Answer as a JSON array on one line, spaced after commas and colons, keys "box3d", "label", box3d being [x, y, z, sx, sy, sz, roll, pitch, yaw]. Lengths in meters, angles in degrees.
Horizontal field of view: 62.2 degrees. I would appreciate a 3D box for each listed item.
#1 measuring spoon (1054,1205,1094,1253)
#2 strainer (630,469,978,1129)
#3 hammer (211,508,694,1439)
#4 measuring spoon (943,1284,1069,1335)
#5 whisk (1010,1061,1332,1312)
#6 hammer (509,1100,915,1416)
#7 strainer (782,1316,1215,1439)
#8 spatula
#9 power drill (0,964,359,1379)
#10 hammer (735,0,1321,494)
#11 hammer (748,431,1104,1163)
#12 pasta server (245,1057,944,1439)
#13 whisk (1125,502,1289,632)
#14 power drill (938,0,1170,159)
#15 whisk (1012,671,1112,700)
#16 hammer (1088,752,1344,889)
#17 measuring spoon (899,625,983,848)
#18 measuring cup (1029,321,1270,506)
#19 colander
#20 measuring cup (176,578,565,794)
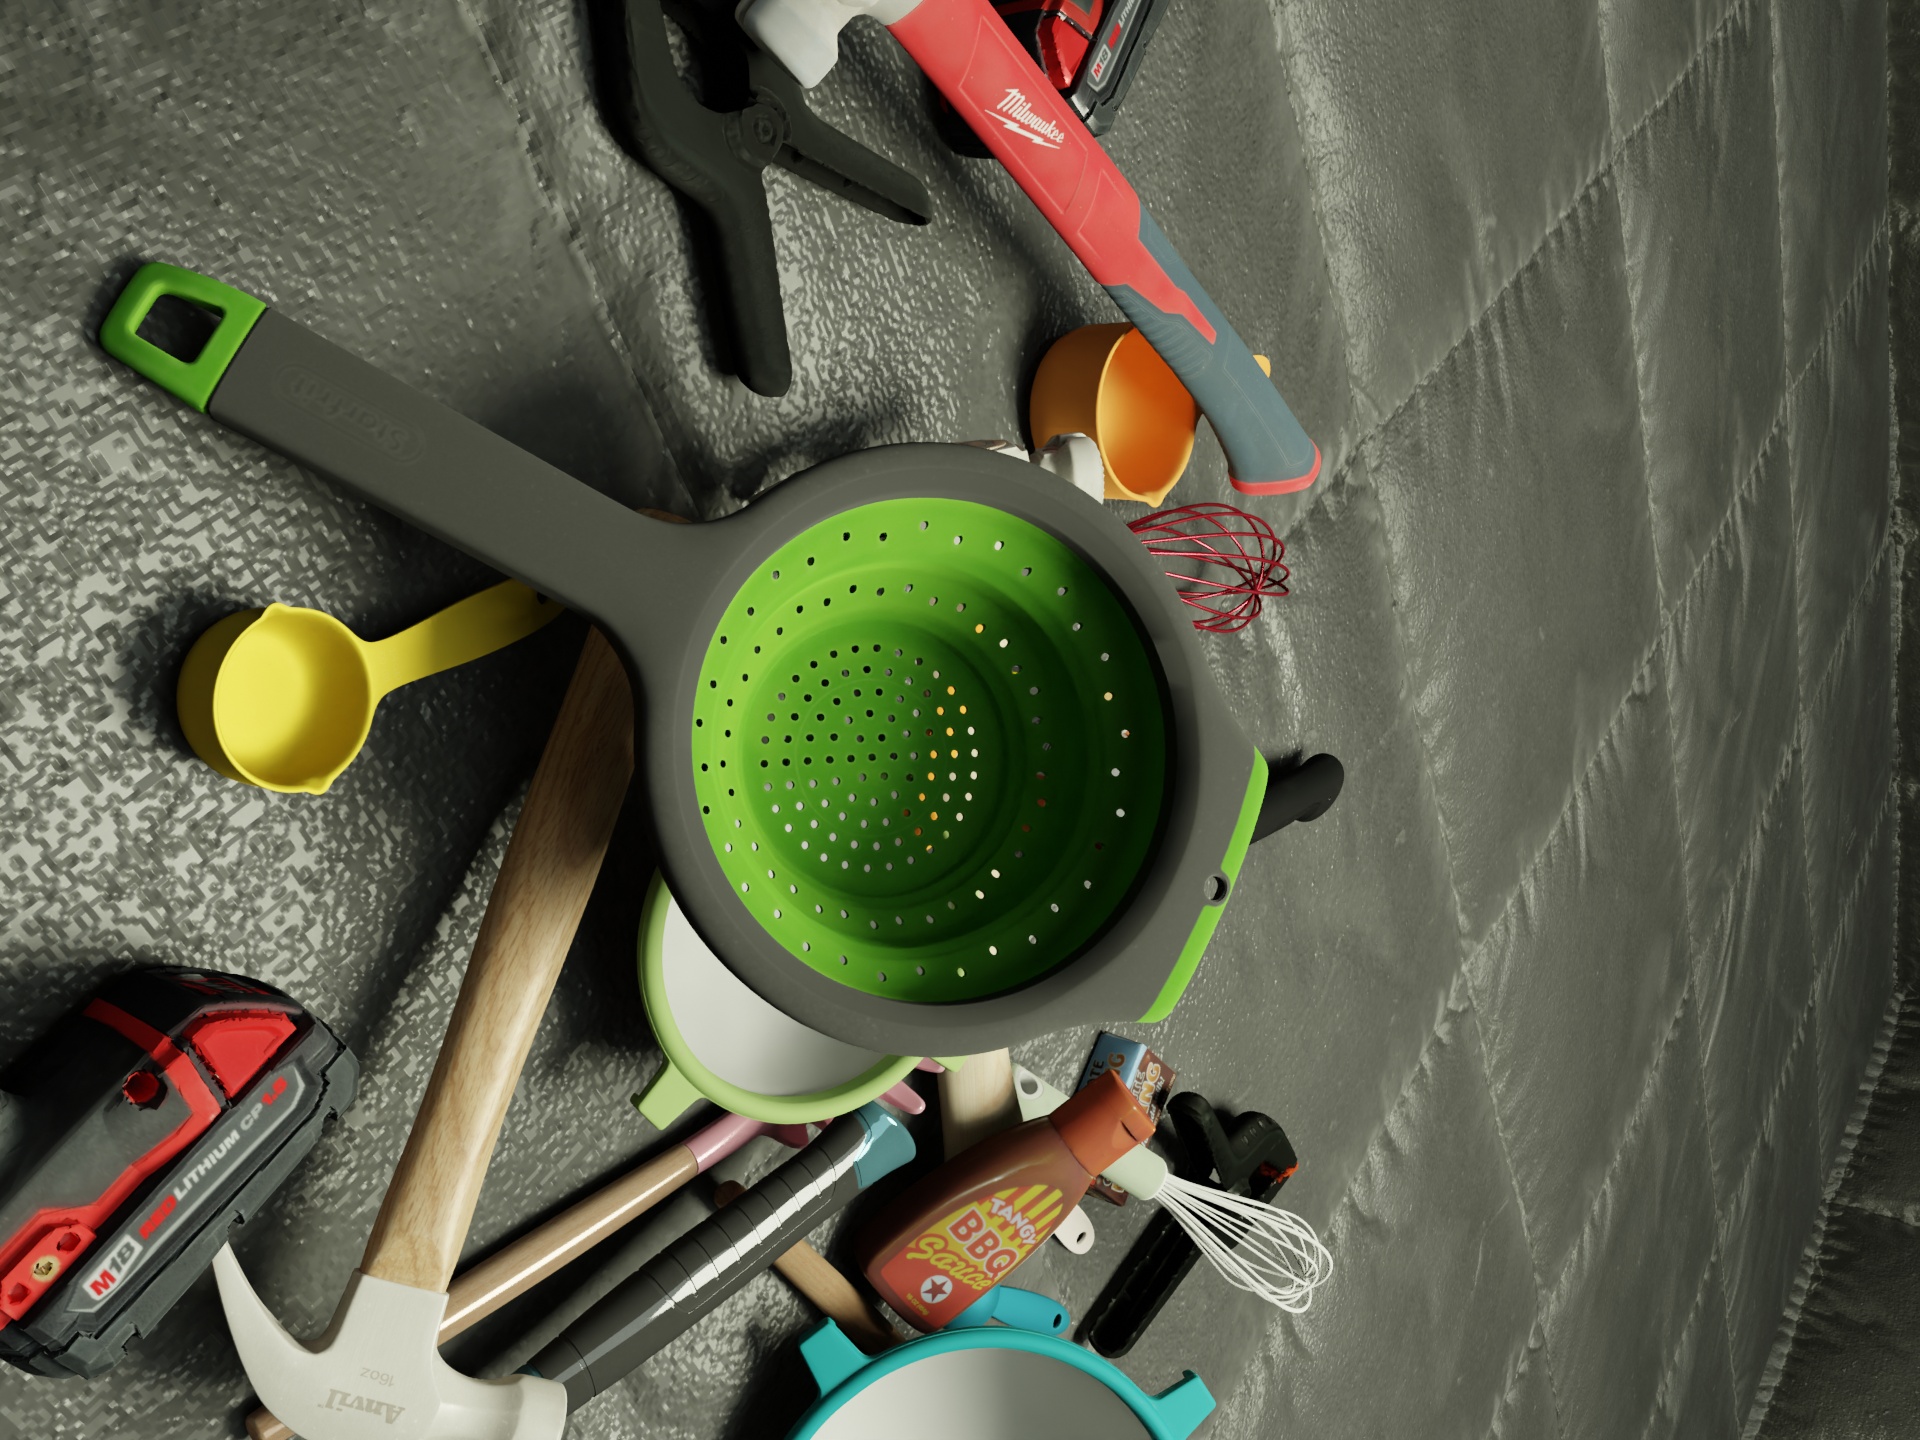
[{"box3d": [0.048, 0.266, 0.877, 0.034, 0.018, 0.124, -49, 139, -17], "label": "measuring spoon"}, {"box3d": [-0.071, 0.029, 0.643, 0.151, 0.069, 0.256, -3, 95, -34], "label": "strainer"}, {"box3d": [-0.153, 0.076, 0.550, 0.130, 0.031, 0.331, 23, 70, -22], "label": "hammer"}, {"box3d": [0.031, 0.317, 0.856, 0.128, 0.021, 0.042, 38, 68, -46], "label": "measuring spoon"}, {"box3d": [0.108, 0.251, 0.858, 0.246, 0.059, 0.058, 37, 37, -19], "label": "whisk"}, {"box3d": [-0.144, 0.240, 0.590, 0.331, 0.033, 0.128, -30, 127, -35], "label": "hammer"}, {"box3d": [-0.012, 0.440, 0.741, 0.211, 0.095, 0.340, 12, 87, -9], "label": "strainer"}, {"box3d": [-0.035, 0.302, 0.777, 0.060, 0.018, 0.315, -53, 134, -23], "label": "spatula"}, {"box3d": [-0.269, 0.056, 0.409, 0.143, 0.079, 0.219, -53, 130, -30], "label": "power drill"}, {"box3d": [0.078, -0.220, 0.687, 0.143, 0.038, 0.385, -45, 138, 9], "label": "hammer"}, {"box3d": [-0.007, 0.078, 0.731, 0.146, 0.038, 0.410, -9, 114, -15], "label": "hammer"}, {"box3d": [-0.125, 0.191, 0.632, 0.316, 0.040, 0.060, -24, 124, -44], "label": "pasta server"}, {"box3d": [0.074, -0.084, 0.807, 0.295, 0.073, 0.073, 1, 96, -45], "label": "whisk"}, {"box3d": [-0.017, -0.330, 0.638, 0.226, 0.080, 0.188, 41, 66, -43], "label": "power drill"}, {"box3d": [0.052, -0.024, 0.807, 0.244, 0.051, 0.047, 24, 87, -55], "label": "whisk"}, {"box3d": [0.157, 0.055, 0.895, 0.334, 0.035, 0.146, -14, 132, -60], "label": "hammer"}, {"box3d": [-0.001, -0.002, 0.642, 0.021, 0.011, 0.117, 30, 69, -38], "label": "measuring spoon"}, {"box3d": [0.100, -0.168, 0.826, 0.173, 0.052, 0.095, -28, 118, -46], "label": "measuring cup"}, {"box3d": [-0.087, -0.027, 0.544, 0.397, 0.094, 0.204, 29, 77, -16], "label": "colander"}, {"box3d": [-0.190, -0.024, 0.532, 0.156, 0.029, 0.062, -37, 125, -55], "label": "measuring cup"}]
